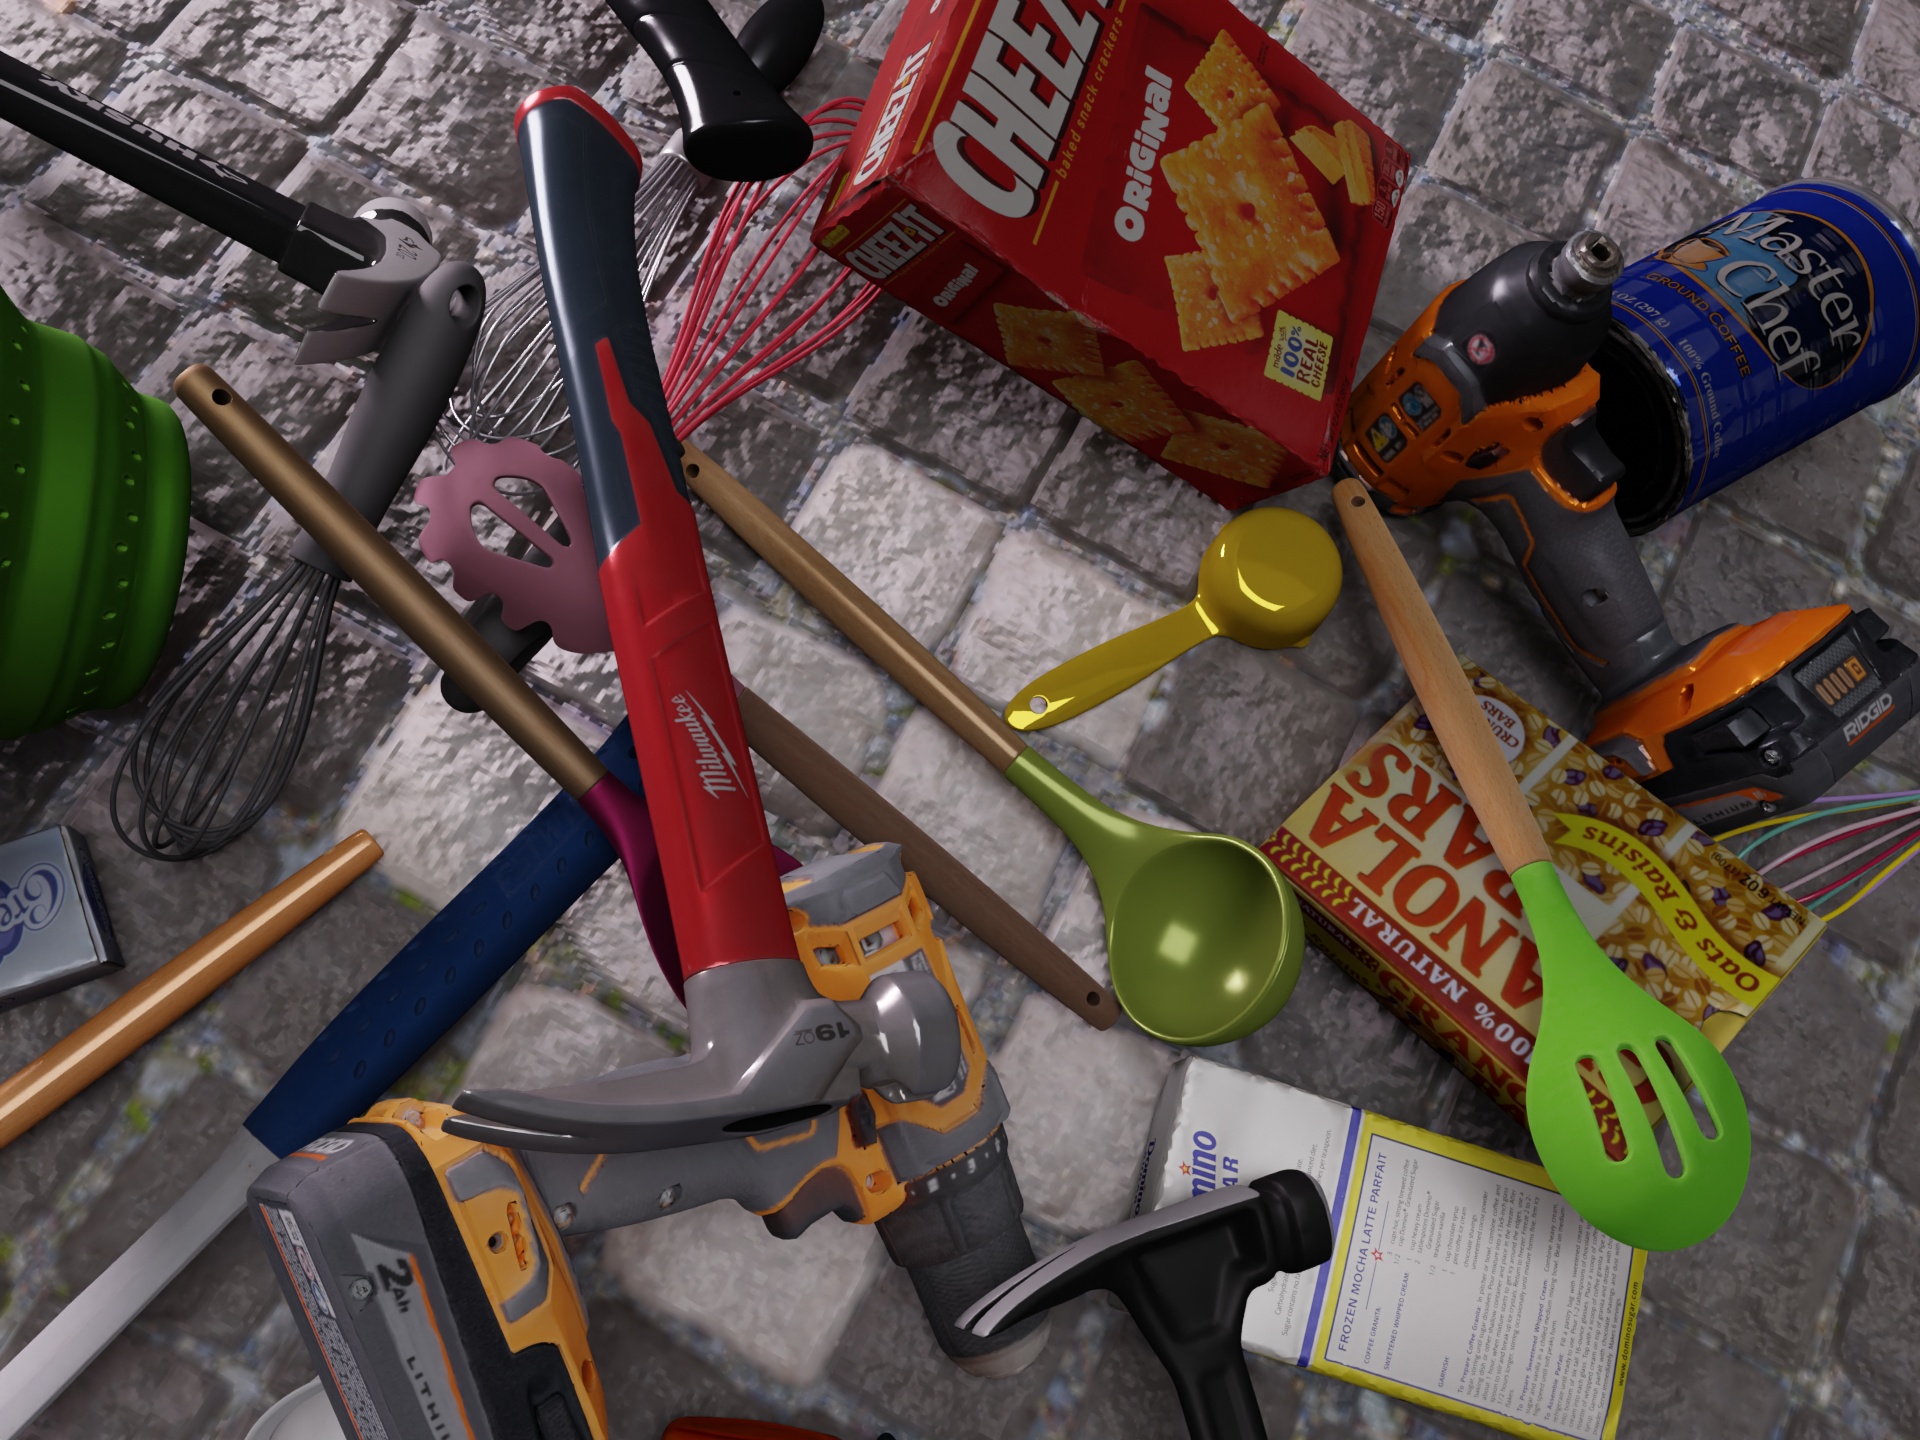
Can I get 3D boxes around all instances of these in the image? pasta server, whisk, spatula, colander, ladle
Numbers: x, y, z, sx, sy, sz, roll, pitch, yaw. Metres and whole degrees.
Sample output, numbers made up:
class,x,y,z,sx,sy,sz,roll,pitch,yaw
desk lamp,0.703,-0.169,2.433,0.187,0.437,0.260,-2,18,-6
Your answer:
class,x,y,z,sx,sy,sz,roll,pitch,yaw
pasta server,-0.062,0.011,0.573,0.316,0.040,0.060,41,80,-12
whisk,0.400,0.041,0.651,0.245,0.047,0.051,-16,103,-17
spatula,-0.333,0.133,0.519,0.322,0.081,0.041,-40,110,-21
colander,-0.345,-0.130,0.573,0.094,0.204,0.398,9,50,-40
ladle,-0.001,-0.002,0.603,0.320,0.062,0.078,42,101,9
whisk,-0.104,-0.124,0.610,0.073,0.073,0.296,33,76,3
whisk,-0.229,-0.057,0.563,0.055,0.055,0.239,26,87,1
whisk,-0.128,-0.207,0.651,0.070,0.070,0.285,27,66,1

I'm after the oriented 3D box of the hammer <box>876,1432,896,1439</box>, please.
class,x,y,z,sx,sy,sz,roll,pitch,yaw
hammer,0.098,0.350,0.520,0.331,0.033,0.128,35,73,4

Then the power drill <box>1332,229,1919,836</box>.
class,x,y,z,sx,sy,sz,roll,pitch,yaw
power drill,0.247,-0.071,0.602,0.084,0.164,0.226,-33,82,-18

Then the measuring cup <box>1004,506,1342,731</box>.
class,x,y,z,sx,sy,sz,roll,pitch,yaw
measuring cup,0.086,-0.038,0.638,0.156,0.029,0.062,-28,79,-15

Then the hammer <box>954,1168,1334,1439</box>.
class,x,y,z,sx,sy,sz,roll,pitch,yaw
hammer,0.102,0.320,0.483,0.127,0.034,0.337,-12,79,-21

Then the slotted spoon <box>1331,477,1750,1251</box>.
class,x,y,z,sx,sy,sz,roll,pitch,yaw
slotted spoon,0.195,0.032,0.579,0.070,0.031,0.314,-15,59,-1

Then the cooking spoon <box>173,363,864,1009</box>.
class,x,y,z,sx,sy,sz,roll,pitch,yaw
cooking spoon,-0.143,0.004,0.542,0.318,0.017,0.069,48,60,-11

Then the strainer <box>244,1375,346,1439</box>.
class,x,y,z,sx,sy,sz,roll,pitch,yaw
strainer,-0.243,0.261,0.497,0.258,0.050,0.086,-29,123,-10

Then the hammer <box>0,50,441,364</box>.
class,x,y,z,sx,sy,sz,roll,pitch,yaw
hammer,-0.336,-0.217,0.519,0.334,0.146,0.035,25,111,-27

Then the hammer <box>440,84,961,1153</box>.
class,x,y,z,sx,sy,sz,roll,pitch,yaw
hammer,-0.115,-0.058,0.510,0.143,0.038,0.387,-2,62,-31

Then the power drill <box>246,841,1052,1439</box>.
class,x,y,z,sx,sy,sz,roll,pitch,yaw
power drill,-0.074,0.161,0.494,0.226,0.084,0.185,-24,94,-38

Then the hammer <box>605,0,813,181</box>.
class,x,y,z,sx,sy,sz,roll,pitch,yaw
hammer,-0.170,-0.364,0.661,0.149,0.036,0.409,-26,66,-17

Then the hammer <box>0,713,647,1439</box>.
class,x,y,z,sx,sy,sz,roll,pitch,yaw
hammer,-0.238,0.144,0.519,0.144,0.035,0.405,29,64,29
